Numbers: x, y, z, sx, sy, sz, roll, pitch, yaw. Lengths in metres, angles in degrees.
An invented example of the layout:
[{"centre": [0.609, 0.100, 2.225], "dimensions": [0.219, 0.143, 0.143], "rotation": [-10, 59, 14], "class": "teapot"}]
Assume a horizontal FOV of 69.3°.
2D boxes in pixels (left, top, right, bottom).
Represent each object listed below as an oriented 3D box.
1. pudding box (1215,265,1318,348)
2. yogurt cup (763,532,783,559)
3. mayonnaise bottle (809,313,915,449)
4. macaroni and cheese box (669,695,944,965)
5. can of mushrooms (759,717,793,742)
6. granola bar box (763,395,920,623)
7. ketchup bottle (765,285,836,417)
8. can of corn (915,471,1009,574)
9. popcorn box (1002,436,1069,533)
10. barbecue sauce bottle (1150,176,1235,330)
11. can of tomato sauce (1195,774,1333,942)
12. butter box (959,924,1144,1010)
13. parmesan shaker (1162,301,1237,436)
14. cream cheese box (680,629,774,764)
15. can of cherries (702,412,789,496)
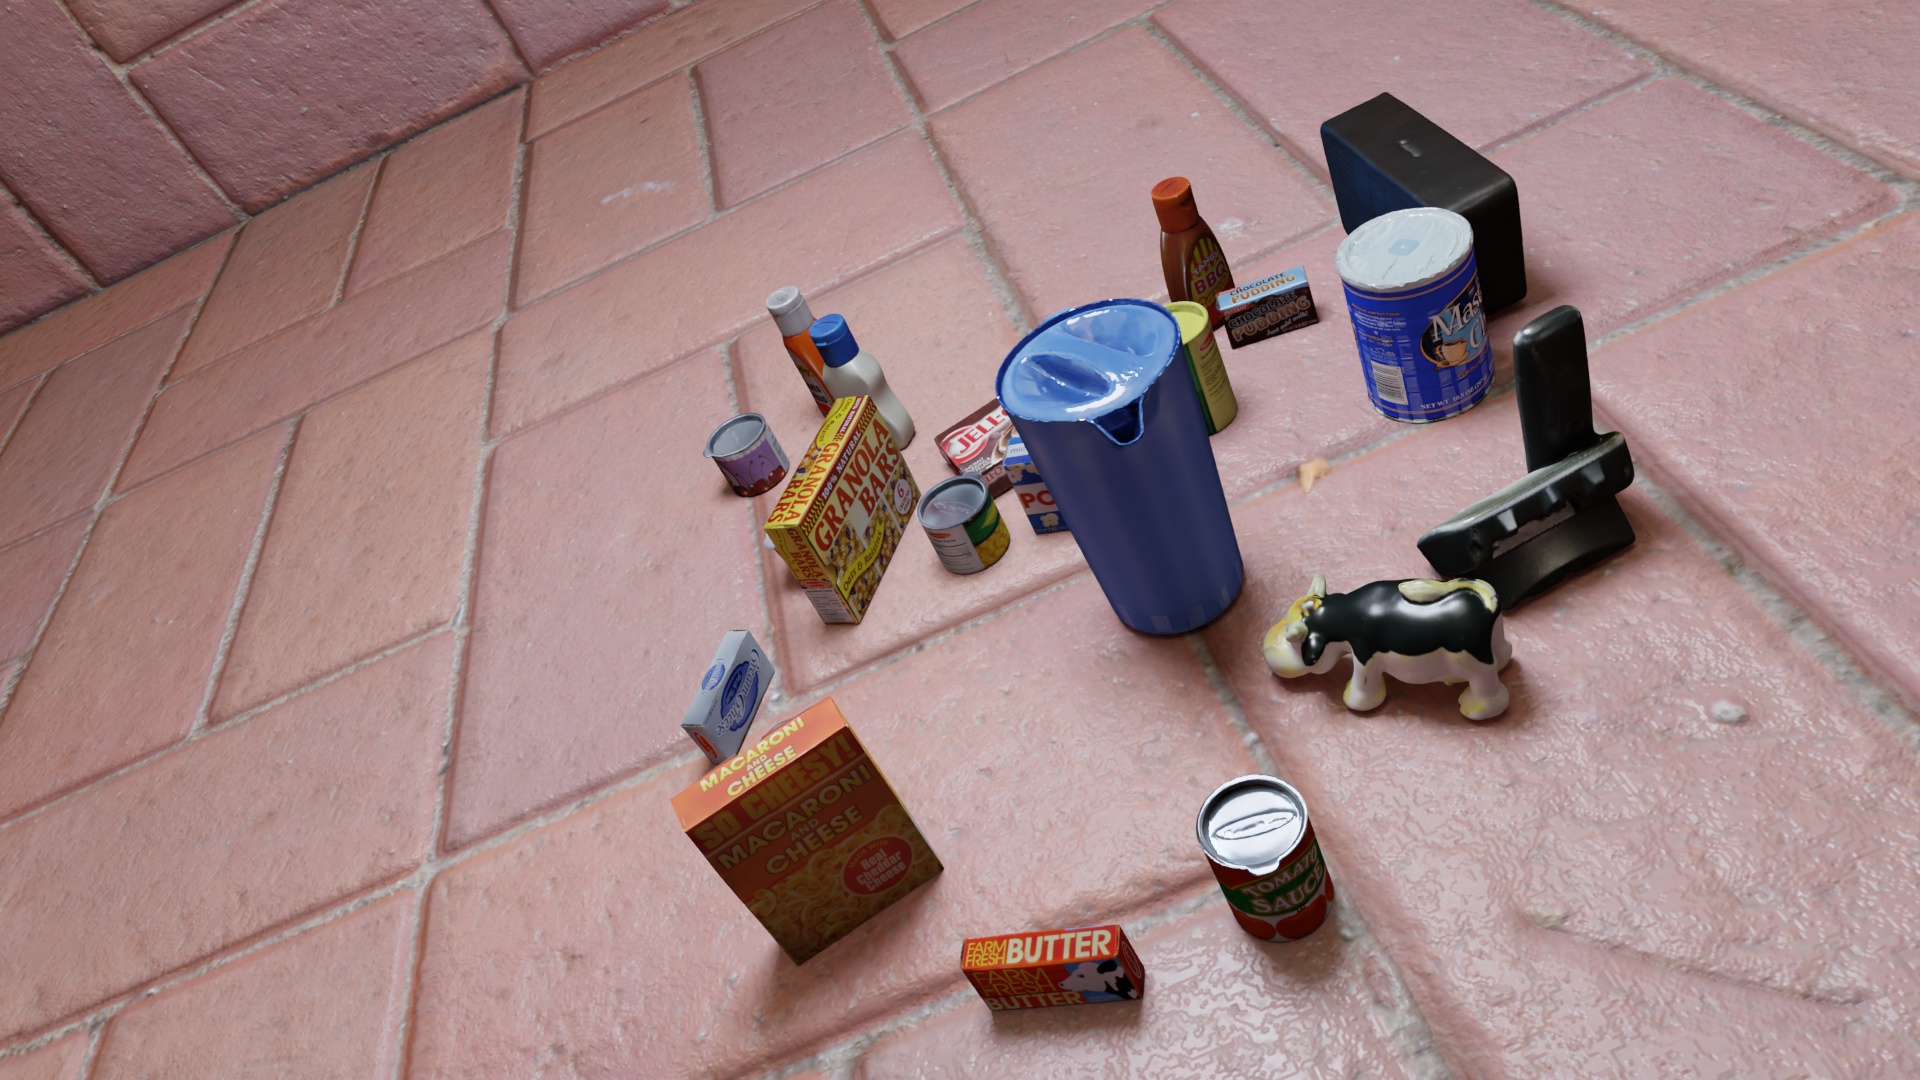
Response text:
[{"centre": [0.281, -0.214, 1.275], "dimensions": [0.083, 0.049, 0.030], "rotation": [-17, 39, 13], "class": "pudding box"}, {"centre": [-0.136, 0.001, 1.268], "dimensions": [0.072, 0.053, 0.073], "rotation": [-16, 39, 14], "class": "yogurt cup"}, {"centre": [-0.099, -0.151, 1.344], "dimensions": [0.065, 0.147, 0.041], "rotation": [2, 46, 32], "class": "mayonnaise bottle"}, {"centre": [-0.100, 0.197, 0.934], "dimensions": [0.124, 0.165, 0.040], "rotation": [-33, 38, -7], "class": "macaroni and cheese box"}, {"centre": [-0.126, 0.174, 1.082], "dimensions": [0.071, 0.033, 0.071], "rotation": [-16, 39, 14], "class": "can of mushrooms"}, {"centre": [-0.099, -0.028, 1.223], "dimensions": [0.039, 0.123, 0.166], "rotation": [-2, 44, 28], "class": "granola bar box"}, {"centre": [-0.150, -0.191, 1.418], "dimensions": [0.043, 0.148, 0.065], "rotation": [-39, 39, -14], "class": "ketchup bottle"}, {"centre": [0.004, -0.015, 1.202], "dimensions": [0.071, 0.058, 0.071], "rotation": [-16, 39, 14], "class": "can of corn"}, {"centre": [0.109, -0.054, 1.164], "dimensions": [0.126, 0.085, 0.038], "rotation": [-8, 42, 23], "class": "popcorn box"}, {"centre": [0.214, -0.266, 1.293], "dimensions": [0.065, 0.148, 0.044], "rotation": [-42, 40, -18], "class": "barbecue sauce bottle"}, {"centre": [0.186, 0.194, 0.839], "dimensions": [0.071, 0.082, 0.071], "rotation": [-16, 39, 14], "class": "can of tomato sauce"}, {"centre": [0.056, 0.264, 0.858], "dimensions": [0.103, 0.053, 0.024], "rotation": [-11, 41, 19], "class": "butter box"}, {"centre": [0.194, -0.144, 1.203], "dimensions": [0.071, 0.102, 0.072], "rotation": [-16, 39, 14], "class": "parmesan shaker"}, {"centre": [-0.192, 0.130, 1.155], "dimensions": [0.024, 0.053, 0.104], "rotation": [-5, 43, 26], "class": "cream cheese box"}, {"centre": [-0.218, -0.086, 1.411], "dimensions": [0.071, 0.058, 0.072], "rotation": [-16, 39, 14], "class": "can of cherries"}]
